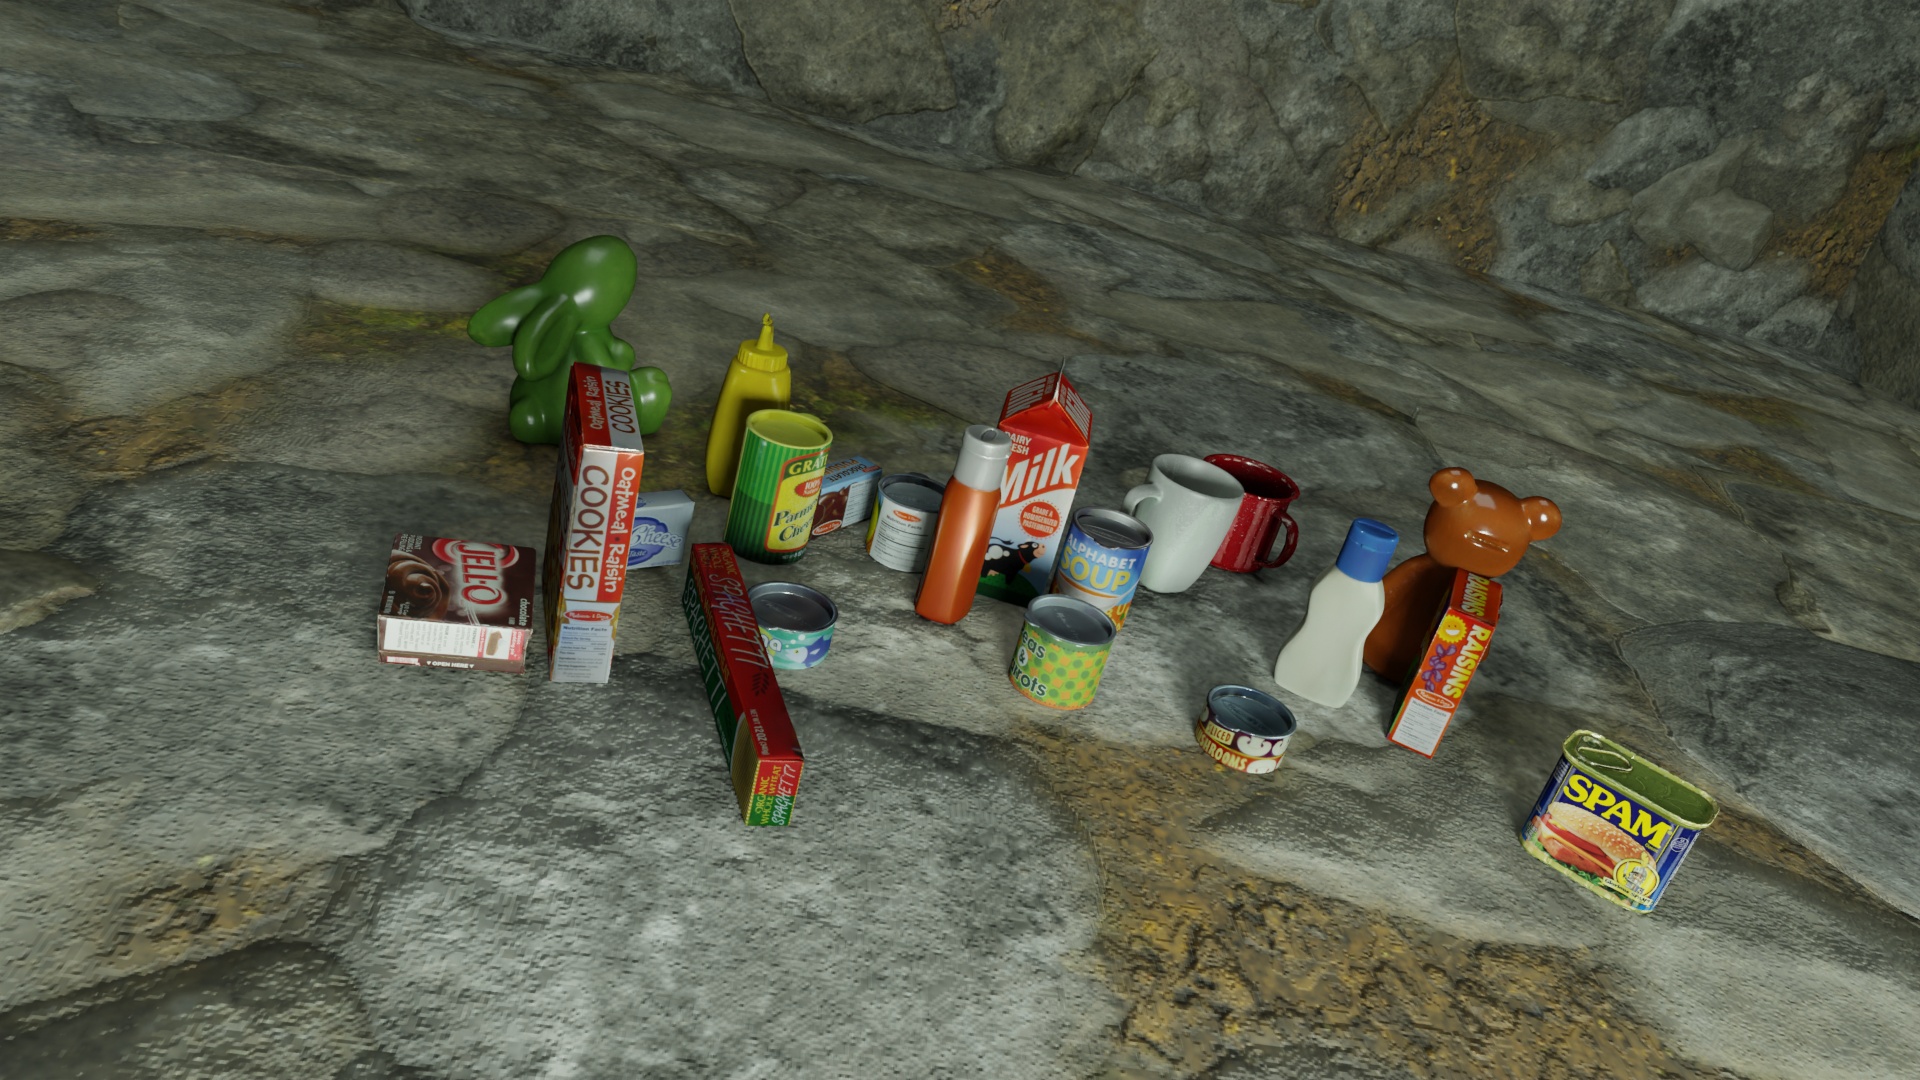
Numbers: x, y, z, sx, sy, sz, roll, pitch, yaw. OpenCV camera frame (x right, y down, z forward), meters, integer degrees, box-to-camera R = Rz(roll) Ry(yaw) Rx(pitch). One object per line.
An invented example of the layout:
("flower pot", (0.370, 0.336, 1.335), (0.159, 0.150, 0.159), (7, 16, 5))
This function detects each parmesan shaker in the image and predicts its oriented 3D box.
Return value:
("parmesan shaker", (-0.140, -0.042, 1.074), (0.071, 0.102, 0.071), (13, 26, -6))

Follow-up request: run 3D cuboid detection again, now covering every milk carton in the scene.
("milk carton", (0.054, -0.049, 1.096), (0.073, 0.189, 0.073), (16, 26, 0))

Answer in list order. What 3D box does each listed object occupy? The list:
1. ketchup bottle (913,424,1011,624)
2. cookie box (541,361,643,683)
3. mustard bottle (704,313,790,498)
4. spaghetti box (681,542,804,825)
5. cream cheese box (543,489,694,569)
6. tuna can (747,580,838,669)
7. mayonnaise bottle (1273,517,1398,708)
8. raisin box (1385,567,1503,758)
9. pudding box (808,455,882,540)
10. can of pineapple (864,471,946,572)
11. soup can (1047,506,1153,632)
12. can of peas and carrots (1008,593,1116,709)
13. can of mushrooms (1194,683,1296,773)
("ketchup bottle", (0.004, -0.013, 1.045), (0.043, 0.148, 0.065), (19, 26, 7))
("cookie box", (-0.239, -0.013, 0.889), (0.040, 0.166, 0.123), (5, 28, -22))
("mustard bottle", (-0.167, -0.111, 1.131), (0.065, 0.159, 0.049), (10, 26, -11))
("spaghetti box", (-0.143, 0.082, 0.887), (0.029, 0.050, 0.251), (4, 28, -23))
("cream cheese box", (-0.245, -0.005, 1.000), (0.104, 0.053, 0.024), (-7, 34, -39))
("tuna can", (-0.122, 0.059, 0.964), (0.071, 0.032, 0.071), (13, 26, -6))
("mayonnaise bottle", (0.294, 0.055, 1.072), (0.065, 0.147, 0.041), (23, 26, 14))
("raisin box", (0.373, 0.093, 1.068), (0.040, 0.122, 0.086), (23, 27, 15))
("pudding box", (-0.104, -0.036, 1.144), (0.030, 0.049, 0.084), (29, 29, 26))
("can of pineapple", (-0.040, -0.015, 1.128), (0.071, 0.057, 0.071), (13, 26, -6))
("soup can", (0.108, 0.026, 1.100), (0.071, 0.083, 0.071), (13, 26, -6))
("can of peas and carrots", (0.071, 0.080, 1.000), (0.071, 0.058, 0.071), (13, 26, -6))
("can of mushrooms", (0.202, 0.135, 0.994), (0.071, 0.033, 0.071), (13, 26, -6))
